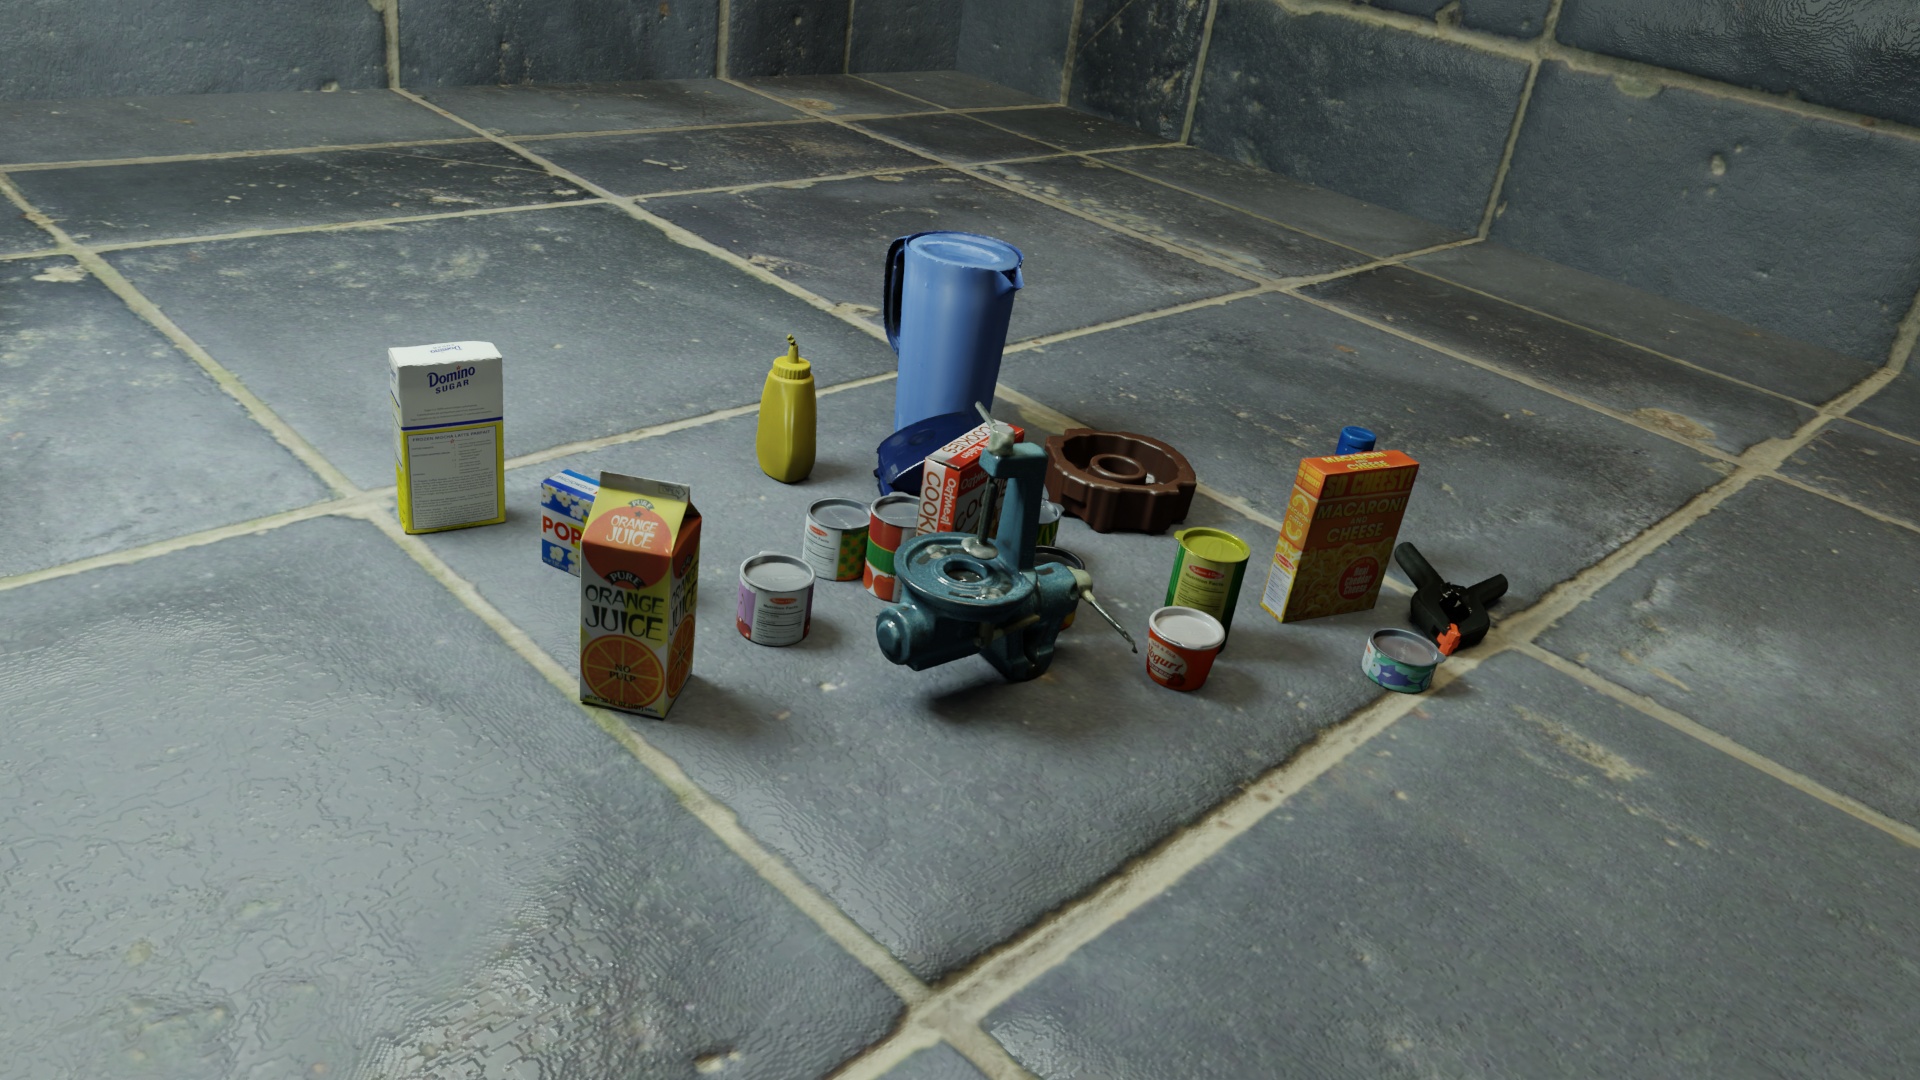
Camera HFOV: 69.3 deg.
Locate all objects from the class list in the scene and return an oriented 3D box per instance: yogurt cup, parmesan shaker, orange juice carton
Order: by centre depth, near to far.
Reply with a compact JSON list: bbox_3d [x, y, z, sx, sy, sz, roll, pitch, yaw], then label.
[{"bbox_3d":[-0.250,0.036,1.085,0.072,0.191,0.073,11,28,4],"label":"orange juice carton"},{"bbox_3d":[0.199,0.098,1.248,0.072,0.053,0.073,7,28,-4],"label":"yogurt cup"},{"bbox_3d":[0.224,0.047,1.299,0.071,0.102,0.071,7,28,-4],"label":"parmesan shaker"}]

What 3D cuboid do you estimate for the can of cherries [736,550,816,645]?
[{"bbox_3d":[-0.163,0.051,1.226,0.071,0.058,0.072,7,28,-4],"label":"can of cherries"}]

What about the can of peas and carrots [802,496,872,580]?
[{"bbox_3d":[-0.116,-0.003,1.339,0.071,0.058,0.071,7,28,-4],"label":"can of peas and carrots"}]

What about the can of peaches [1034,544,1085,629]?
[{"bbox_3d":[0.079,0.046,1.307,0.071,0.057,0.071,7,28,-4],"label":"can of peaches"}]

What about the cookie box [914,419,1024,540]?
[{"bbox_3d":[0.005,-0.016,1.284,0.040,0.166,0.123,21,30,22],"label":"cookie box"}]

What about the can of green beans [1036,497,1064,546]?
[{"bbox_3d":[0.064,-0.007,1.402,0.071,0.057,0.071,7,28,-4],"label":"can of green beans"}]

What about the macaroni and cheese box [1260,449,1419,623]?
[{"bbox_3d":[0.373,-0.005,1.373,0.124,0.165,0.040,-7,31,-27],"label":"macaroni and cheese box"}]

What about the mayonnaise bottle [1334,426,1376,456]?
[{"bbox_3d":[0.406,-0.048,1.482,0.065,0.147,0.041,17,29,15],"label":"mayonnaise bottle"}]

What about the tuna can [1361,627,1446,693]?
[{"bbox_3d":[0.416,0.113,1.306,0.071,0.032,0.071,7,28,-4],"label":"tuna can"}]

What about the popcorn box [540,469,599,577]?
[{"bbox_3d":[-0.319,-0.004,1.254,0.127,0.084,0.038,20,29,20],"label":"popcorn box"}]

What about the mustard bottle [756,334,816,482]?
[{"bbox_3d":[-0.181,-0.143,1.474,0.049,0.159,0.065,-19,39,-42],"label":"mustard bottle"}]

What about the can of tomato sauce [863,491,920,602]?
[{"bbox_3d":[-0.057,0.007,1.313,0.071,0.082,0.071,7,28,-4],"label":"can of tomato sauce"}]
